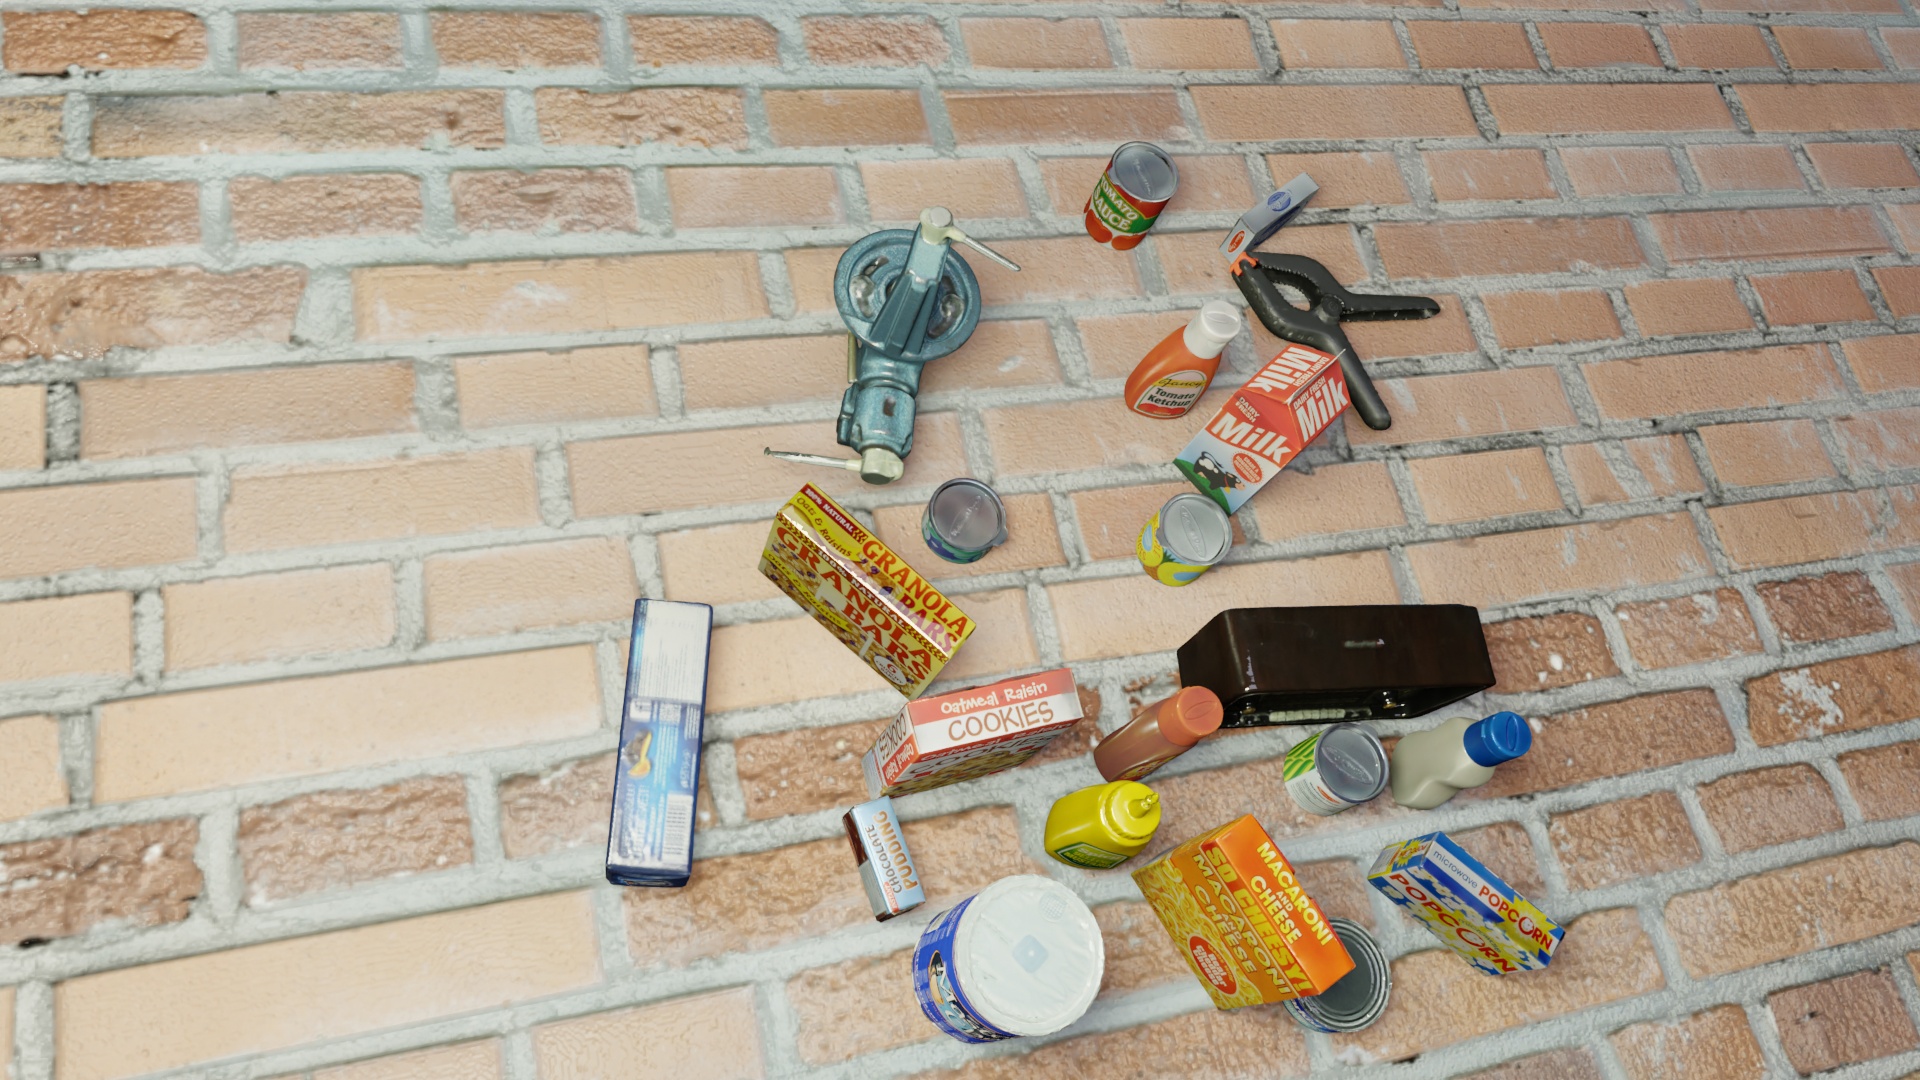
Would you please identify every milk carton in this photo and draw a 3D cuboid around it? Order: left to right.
[{"bbox_3d":[0.259,-0.098,1.173,0.072,0.189,0.073,-40,83,-25],"label":"milk carton"}]

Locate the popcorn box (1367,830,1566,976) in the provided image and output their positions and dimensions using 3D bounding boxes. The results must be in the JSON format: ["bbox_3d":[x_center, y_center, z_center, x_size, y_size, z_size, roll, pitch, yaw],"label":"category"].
[{"bbox_3d":[0.400,0.290,1.107,0.127,0.085,0.038,39,64,3],"label":"popcorn box"}]

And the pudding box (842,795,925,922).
[{"bbox_3d":[-0.058,0.234,1.023,0.030,0.049,0.084,-16,73,-21],"label":"pudding box"}]

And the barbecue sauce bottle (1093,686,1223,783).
[{"bbox_3d":[0.154,0.148,1.063,0.065,0.148,0.044,-19,75,-22],"label":"barbecue sauce bottle"}]

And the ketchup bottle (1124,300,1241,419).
[{"bbox_3d":[0.195,-0.156,1.202,0.065,0.148,0.044,6,67,-13],"label":"ketchup bottle"}]

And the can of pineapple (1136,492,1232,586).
[{"bbox_3d":[0.188,0.000,1.186,0.071,0.057,0.071,6,67,-13],"label":"can of pineapple"}]

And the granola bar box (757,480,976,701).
[{"bbox_3d":[-0.074,0.042,1.058,0.165,0.123,0.039,41,64,3],"label":"granola bar box"}]

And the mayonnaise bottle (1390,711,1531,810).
[{"bbox_3d":[0.401,0.174,1.121,0.041,0.147,0.065,15,65,-9],"label":"mayonnaise bottle"}]

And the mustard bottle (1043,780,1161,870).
[{"bbox_3d":[0.110,0.207,1.020,0.065,0.159,0.049,17,65,-8],"label":"mustard bottle"}]

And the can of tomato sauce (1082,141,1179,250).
[{"bbox_3d":[0.157,-0.320,1.297,0.071,0.082,0.071,6,67,-13],"label":"can of tomato sauce"}]

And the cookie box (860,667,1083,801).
[{"bbox_3d":[0.004,0.143,1.013,0.123,0.166,0.040,-11,72,-19],"label":"cookie box"}]

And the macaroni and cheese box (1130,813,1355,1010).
[{"bbox_3d":[0.201,0.274,1.014,0.040,0.165,0.124,-29,78,-24],"label":"macaroni and cheese box"}]

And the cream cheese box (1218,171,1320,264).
[{"bbox_3d":[0.300,-0.314,1.351,0.104,0.053,0.024,-38,82,-25],"label":"cream cheese box"}]

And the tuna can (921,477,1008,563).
[{"bbox_3d":[0.004,-0.014,1.155,0.071,0.032,0.071,6,67,-13],"label":"tuna can"}]

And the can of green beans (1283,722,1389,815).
[{"bbox_3d":[0.307,0.188,1.140,0.071,0.057,0.071,6,67,-13],"label":"can of green beans"}]
